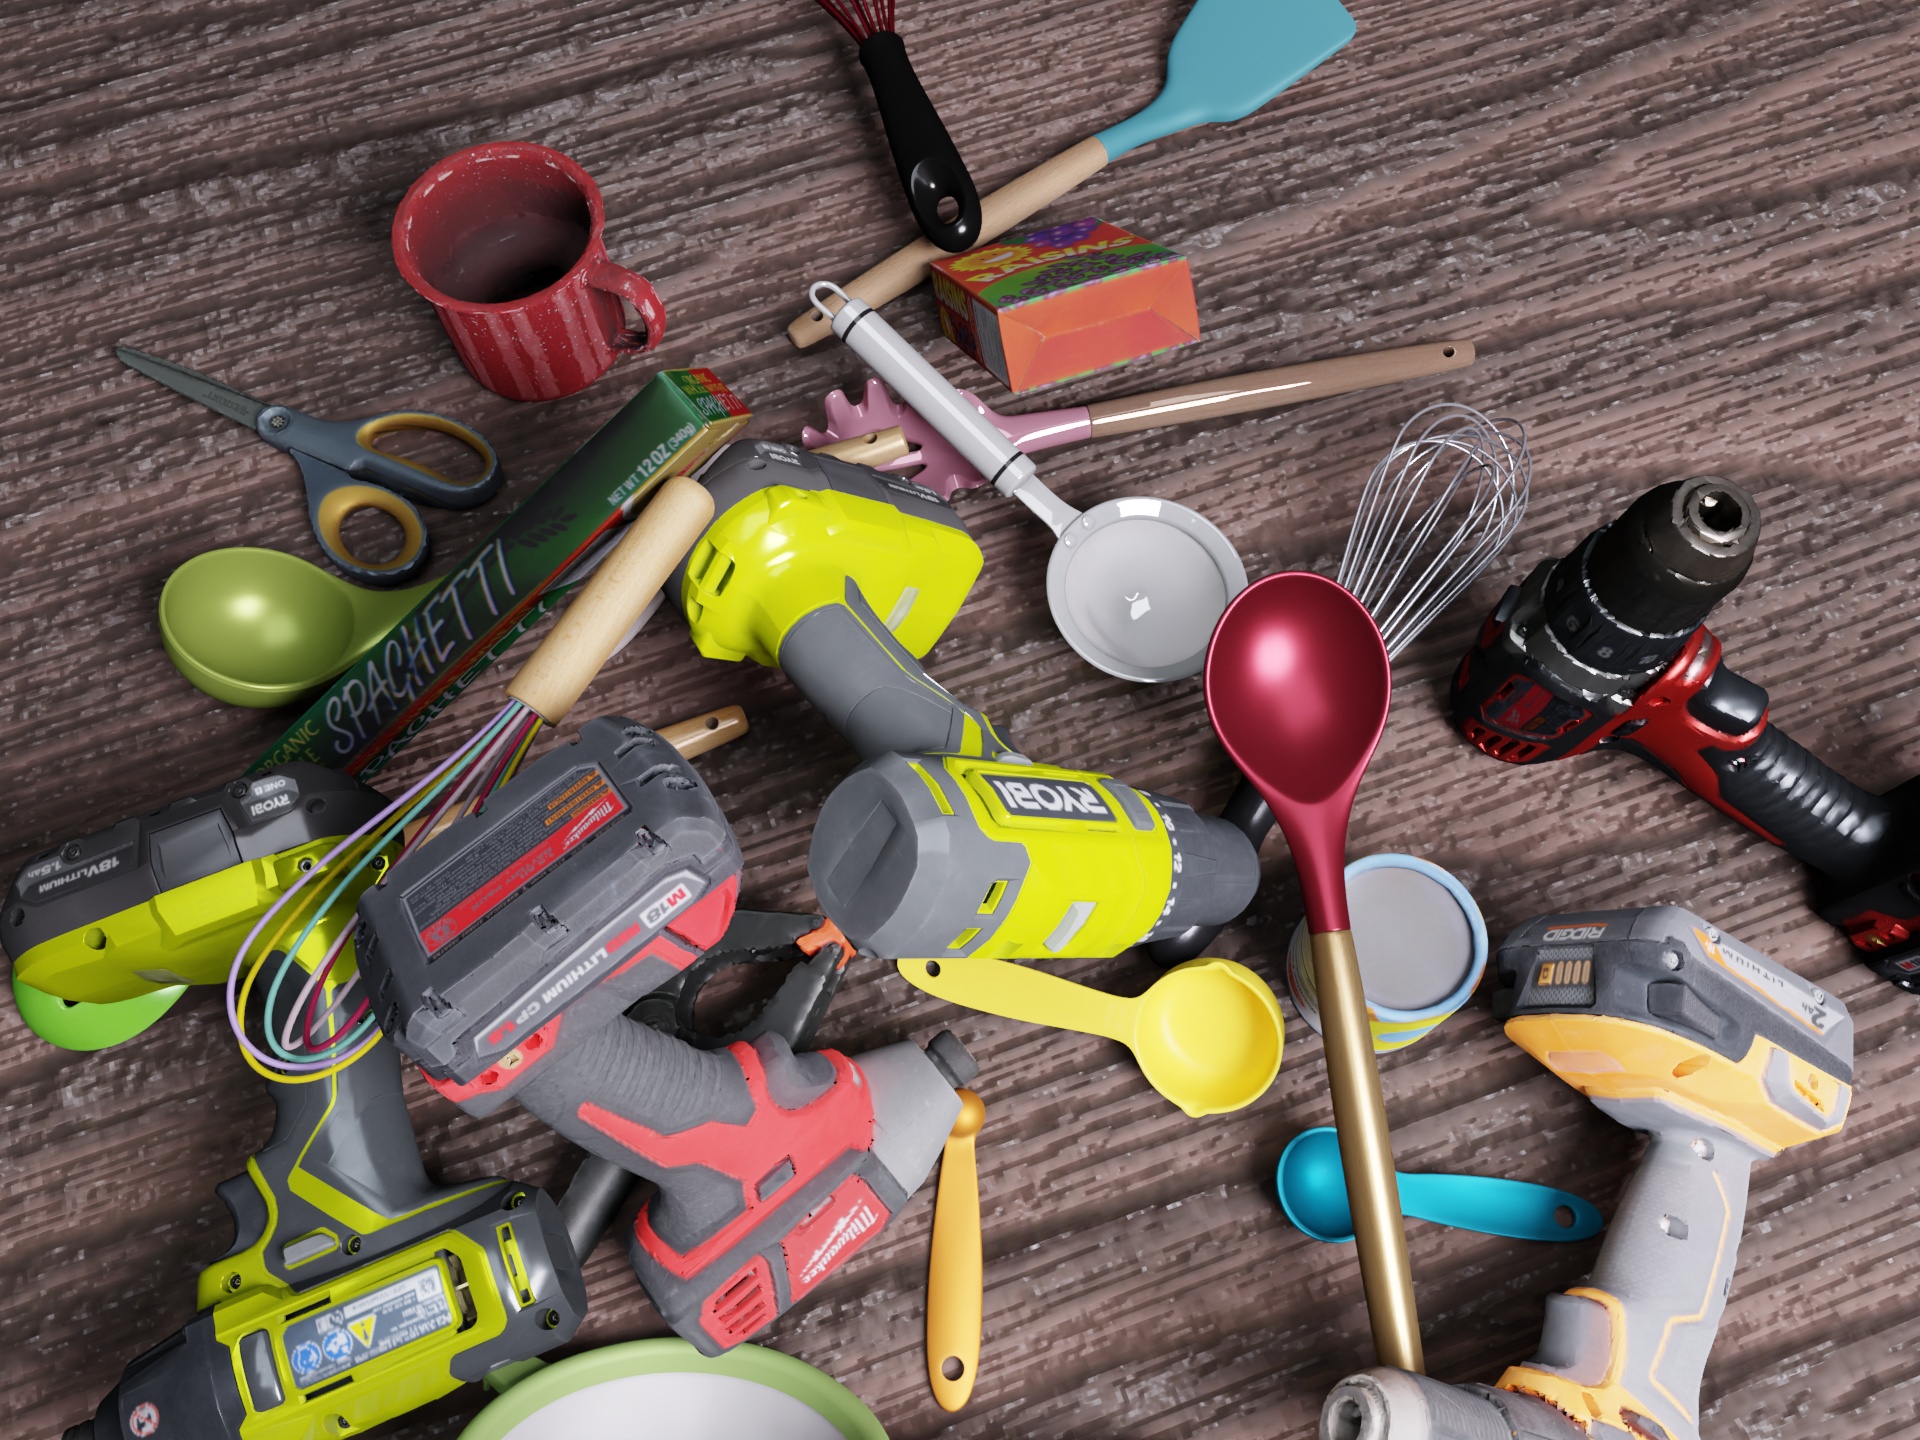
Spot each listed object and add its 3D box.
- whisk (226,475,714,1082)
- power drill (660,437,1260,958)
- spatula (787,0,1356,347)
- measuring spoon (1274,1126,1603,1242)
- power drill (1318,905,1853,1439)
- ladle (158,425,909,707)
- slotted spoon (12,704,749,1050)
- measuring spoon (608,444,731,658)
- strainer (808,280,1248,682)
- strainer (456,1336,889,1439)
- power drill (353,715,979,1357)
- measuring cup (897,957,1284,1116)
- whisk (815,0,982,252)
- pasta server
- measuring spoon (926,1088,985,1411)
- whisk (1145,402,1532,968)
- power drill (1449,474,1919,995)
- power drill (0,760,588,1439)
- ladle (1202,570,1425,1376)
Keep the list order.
[{"bbox_3d":[-0.157,0.016,0.543,0.047,0.051,0.245,18,68,43],"label":"whisk"},{"bbox_3d":[-0.001,-0.002,0.599,0.080,0.190,0.229,-57,49,25],"label":"power drill"},{"bbox_3d":[0.047,-0.274,0.776,0.317,0.044,0.082,-35,75,-12],"label":"spatula"},{"bbox_3d":[0.179,0.183,0.605,0.128,0.021,0.042,9,67,-5],"label":"measuring spoon"},{"bbox_3d":[0.213,0.178,0.537,0.185,0.084,0.226,27,68,-22],"label":"power drill"},{"bbox_3d":[-0.178,-0.077,0.669,0.320,0.062,0.078,-18,56,2],"label":"ladle"},{"bbox_3d":[-0.237,0.054,0.656,0.313,0.031,0.070,-21,72,-9],"label":"slotted spoon"},{"bbox_3d":[-0.131,-0.077,0.711,0.034,0.018,0.124,30,72,12],"label":"measuring spoon"},{"bbox_3d":[0.029,-0.100,0.682,0.258,0.050,0.087,44,71,4],"label":"strainer"},{"bbox_3d":[-0.045,0.279,0.534,0.256,0.152,0.069,4,104,-12],"label":"strainer"},{"bbox_3d":[-0.084,0.111,0.536,0.143,0.219,0.079,-38,38,-10],"label":"power drill"},{"bbox_3d":[0.051,0.110,0.628,0.156,0.029,0.062,11,100,19],"label":"measuring cup"},{"bbox_3d":[-0.044,-0.346,0.788,0.073,0.073,0.296,-17,66,-6],"label":"whisk"},{"bbox_3d":[0.086,-0.143,0.725,0.316,0.040,0.060,-11,86,-5],"label":"pasta server"},{"bbox_3d":[-0.002,0.197,0.600,0.021,0.011,0.117,1,68,1],"label":"measuring spoon"},{"bbox_3d":[0.156,-0.017,0.666,0.070,0.070,0.285,31,77,13],"label":"whisk"},{"bbox_3d":[0.308,0.003,0.585,0.227,0.187,0.080,29,72,8],"label":"power drill"},{"bbox_3d":[-0.249,0.143,0.564,0.171,0.080,0.223,-21,72,-9],"label":"power drill"},{"bbox_3d":[0.138,0.101,0.568,0.069,0.031,0.315,-7,79,5],"label":"ladle"}]
